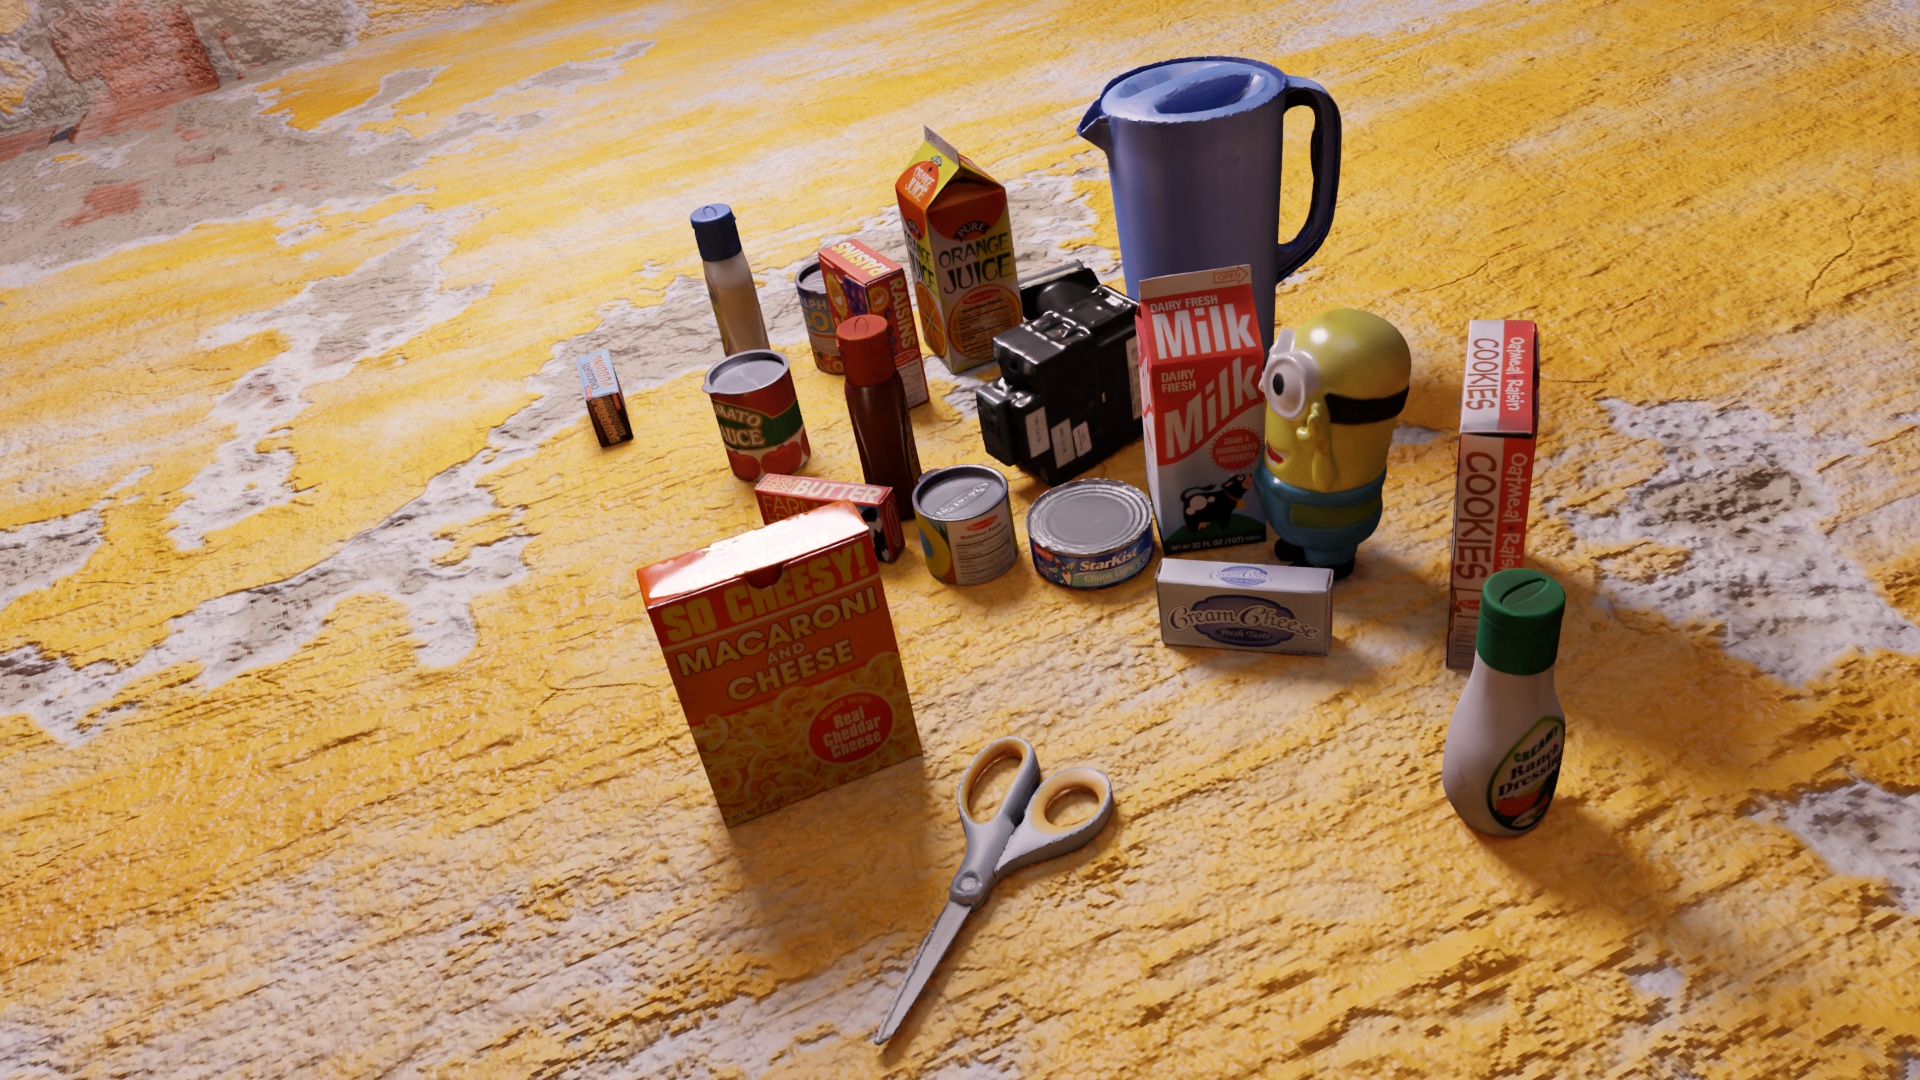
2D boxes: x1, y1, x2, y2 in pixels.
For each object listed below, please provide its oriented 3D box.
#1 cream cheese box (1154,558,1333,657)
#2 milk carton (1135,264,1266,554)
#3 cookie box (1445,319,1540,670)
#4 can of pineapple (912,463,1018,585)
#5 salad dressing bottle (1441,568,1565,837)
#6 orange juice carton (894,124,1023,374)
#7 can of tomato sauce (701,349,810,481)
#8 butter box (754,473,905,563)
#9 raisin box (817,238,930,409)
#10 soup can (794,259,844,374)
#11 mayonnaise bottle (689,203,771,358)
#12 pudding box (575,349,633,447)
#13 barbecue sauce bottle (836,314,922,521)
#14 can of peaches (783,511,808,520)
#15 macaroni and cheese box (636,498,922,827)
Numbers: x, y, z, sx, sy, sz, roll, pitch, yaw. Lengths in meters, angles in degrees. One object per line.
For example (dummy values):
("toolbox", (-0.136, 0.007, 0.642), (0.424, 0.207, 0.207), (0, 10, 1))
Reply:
("cream cheese box", (0.173, 0.041, 0.844), (0.104, 0.053, 0.024), (4, 38, 19))
("milk carton", (0.157, -0.090, 0.908), (0.072, 0.189, 0.074), (-8, 36, 3))
("cookie box", (0.308, -0.026, 0.804), (0.040, 0.166, 0.123), (4, 38, 19))
("can of pineapple", (0.003, -0.012, 0.954), (0.071, 0.057, 0.071), (-7, 36, 5))
("salad dressing bottle", (0.271, 0.081, 0.685), (0.064, 0.147, 0.044), (-24, 38, -18))
("orange juice carton", (-0.002, -0.245, 1.157), (0.073, 0.191, 0.072), (-20, 37, -13))
("can of tomato sauce", (-0.159, -0.097, 1.089), (0.071, 0.082, 0.071), (-7, 36, 5))
("butter box", (-0.094, -0.016, 0.989), (0.103, 0.052, 0.024), (8, 40, 23))
("raisin box", (-0.072, -0.175, 1.138), (0.040, 0.122, 0.086), (-26, 39, -20))
("soup can", (-0.104, -0.195, 1.206), (0.071, 0.083, 0.072), (-7, 36, 5))
("mayonnaise bottle", (-0.199, -0.217, 1.207), (0.041, 0.147, 0.065), (-19, 37, -12))
("pudding box", (-0.305, -0.123, 1.189), (0.030, 0.049, 0.084), (-18, 37, -9))
("barbecue sauce bottle", (-0.057, -0.088, 0.996), (0.044, 0.147, 0.065), (-11, 36, 0))
("can of peaches", (-0.098, 0.022, 0.933), (0.071, 0.057, 0.071), (-7, 36, 5))
("macaroni and cheese box", (-0.096, 0.071, 0.775), (0.124, 0.165, 0.040), (-20, 37, -12))
